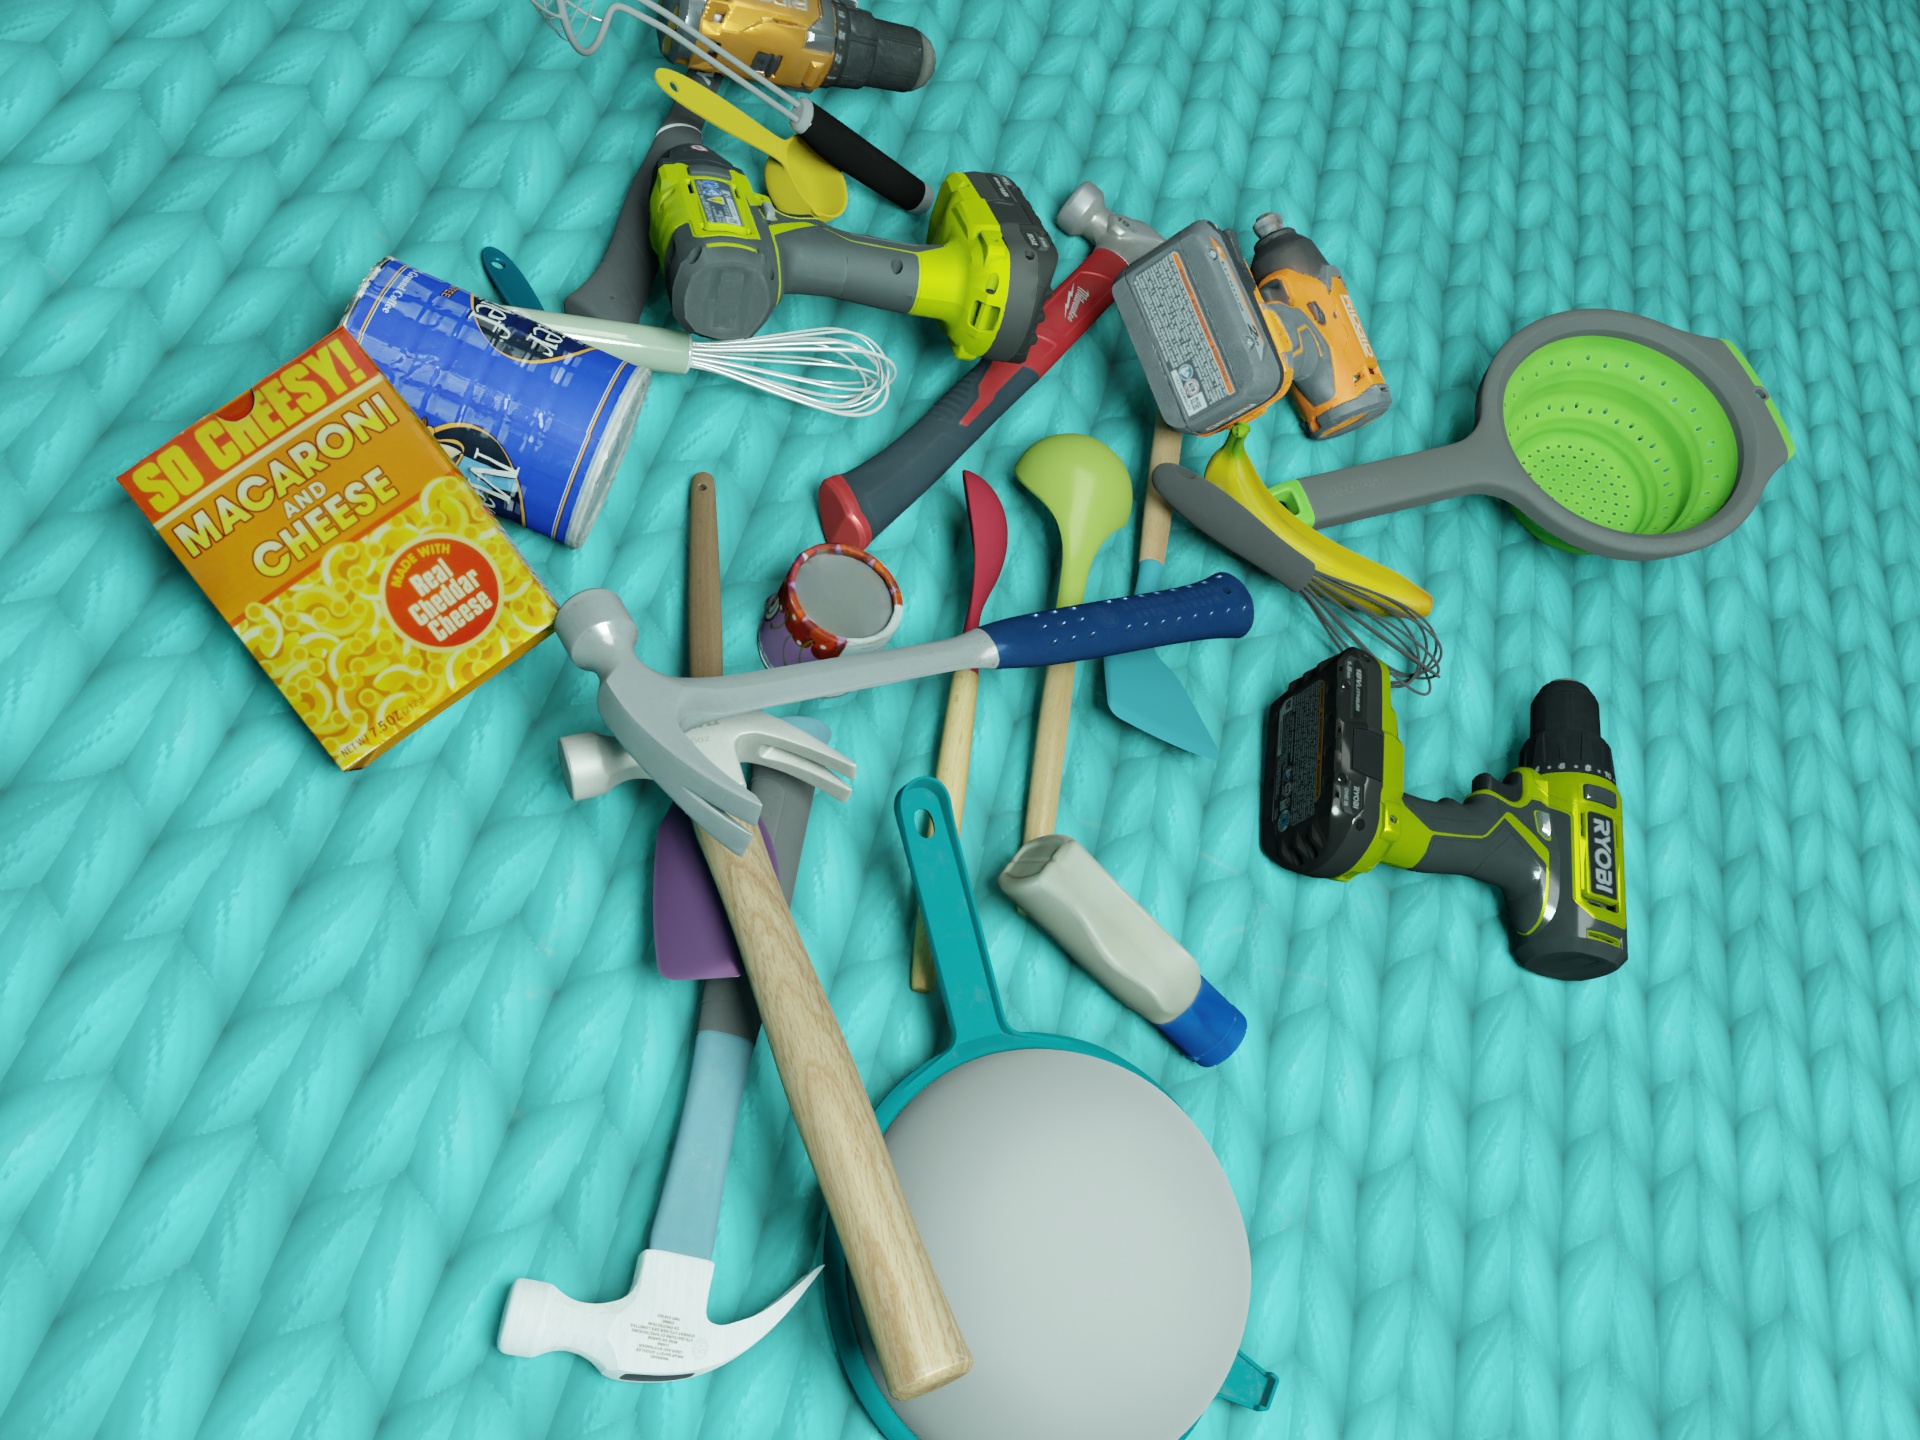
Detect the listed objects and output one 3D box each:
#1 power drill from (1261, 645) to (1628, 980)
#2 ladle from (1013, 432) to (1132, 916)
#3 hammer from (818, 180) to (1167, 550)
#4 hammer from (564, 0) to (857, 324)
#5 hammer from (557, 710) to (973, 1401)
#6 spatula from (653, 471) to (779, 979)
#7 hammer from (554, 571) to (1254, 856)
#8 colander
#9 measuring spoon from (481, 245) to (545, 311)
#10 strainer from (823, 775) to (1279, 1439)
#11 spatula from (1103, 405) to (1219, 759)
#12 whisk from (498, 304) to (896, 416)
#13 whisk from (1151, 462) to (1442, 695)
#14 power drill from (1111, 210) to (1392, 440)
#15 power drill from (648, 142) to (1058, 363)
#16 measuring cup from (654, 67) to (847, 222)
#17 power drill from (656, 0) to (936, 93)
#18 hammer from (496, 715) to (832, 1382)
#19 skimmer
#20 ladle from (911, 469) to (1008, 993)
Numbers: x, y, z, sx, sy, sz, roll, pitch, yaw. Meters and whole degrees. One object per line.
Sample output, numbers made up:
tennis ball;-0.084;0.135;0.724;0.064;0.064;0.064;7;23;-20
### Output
power drill;0.303;0.039;0.963;0.228;0.080;0.191;17;63;-17
ladle;0.054;-0.035;0.929;0.078;0.062;0.320;19;63;-19
hammer;0.043;-0.215;1.024;0.143;0.038;0.386;40;53;-1
hammer;-0.173;-0.386;1.029;0.149;0.036;0.409;20;56;-14
hammer;-0.070;0.128;0.700;0.130;0.031;0.332;-13;59;-22
spatula;-0.128;-0.010;0.817;0.059;0.018;0.316;-3;54;-7
hammer;0.007;-0.031;0.819;0.405;0.035;0.144;-12;53;-37
colander;0.382;-0.168;1.132;0.397;0.094;0.205;-14;68;-11
measuring spoon;-0.248;-0.225;0.915;0.042;0.021;0.129;-11;58;-40
strainer;0.035;0.179;0.721;0.211;0.095;0.340;-10;76;-24
spatula;0.130;-0.122;0.992;0.082;0.044;0.318;23;61;-25
whisk;-0.151;-0.210;0.915;0.246;0.059;0.058;2;72;-26
whisk;0.213;-0.088;1.000;0.238;0.055;0.055;33;53;-16
power drill;0.196;-0.268;1.053;0.226;0.084;0.164;-15;81;-52
power drill;-0.070;-0.283;0.941;0.223;0.080;0.171;1;43;-21
measuring cup;-0.135;-0.359;0.997;0.156;0.029;0.062;20;61;-44
power drill;-0.116;-0.518;1.063;0.185;0.084;0.226;0;68;-27
hammer;-0.109;0.138;0.751;0.128;0.033;0.331;18;56;-13
skimmer;-0.115;-0.389;0.929;0.363;0.090;0.127;18;77;-49
ladle;-0.001;-0.003;0.875;0.031;0.069;0.316;4;63;8
